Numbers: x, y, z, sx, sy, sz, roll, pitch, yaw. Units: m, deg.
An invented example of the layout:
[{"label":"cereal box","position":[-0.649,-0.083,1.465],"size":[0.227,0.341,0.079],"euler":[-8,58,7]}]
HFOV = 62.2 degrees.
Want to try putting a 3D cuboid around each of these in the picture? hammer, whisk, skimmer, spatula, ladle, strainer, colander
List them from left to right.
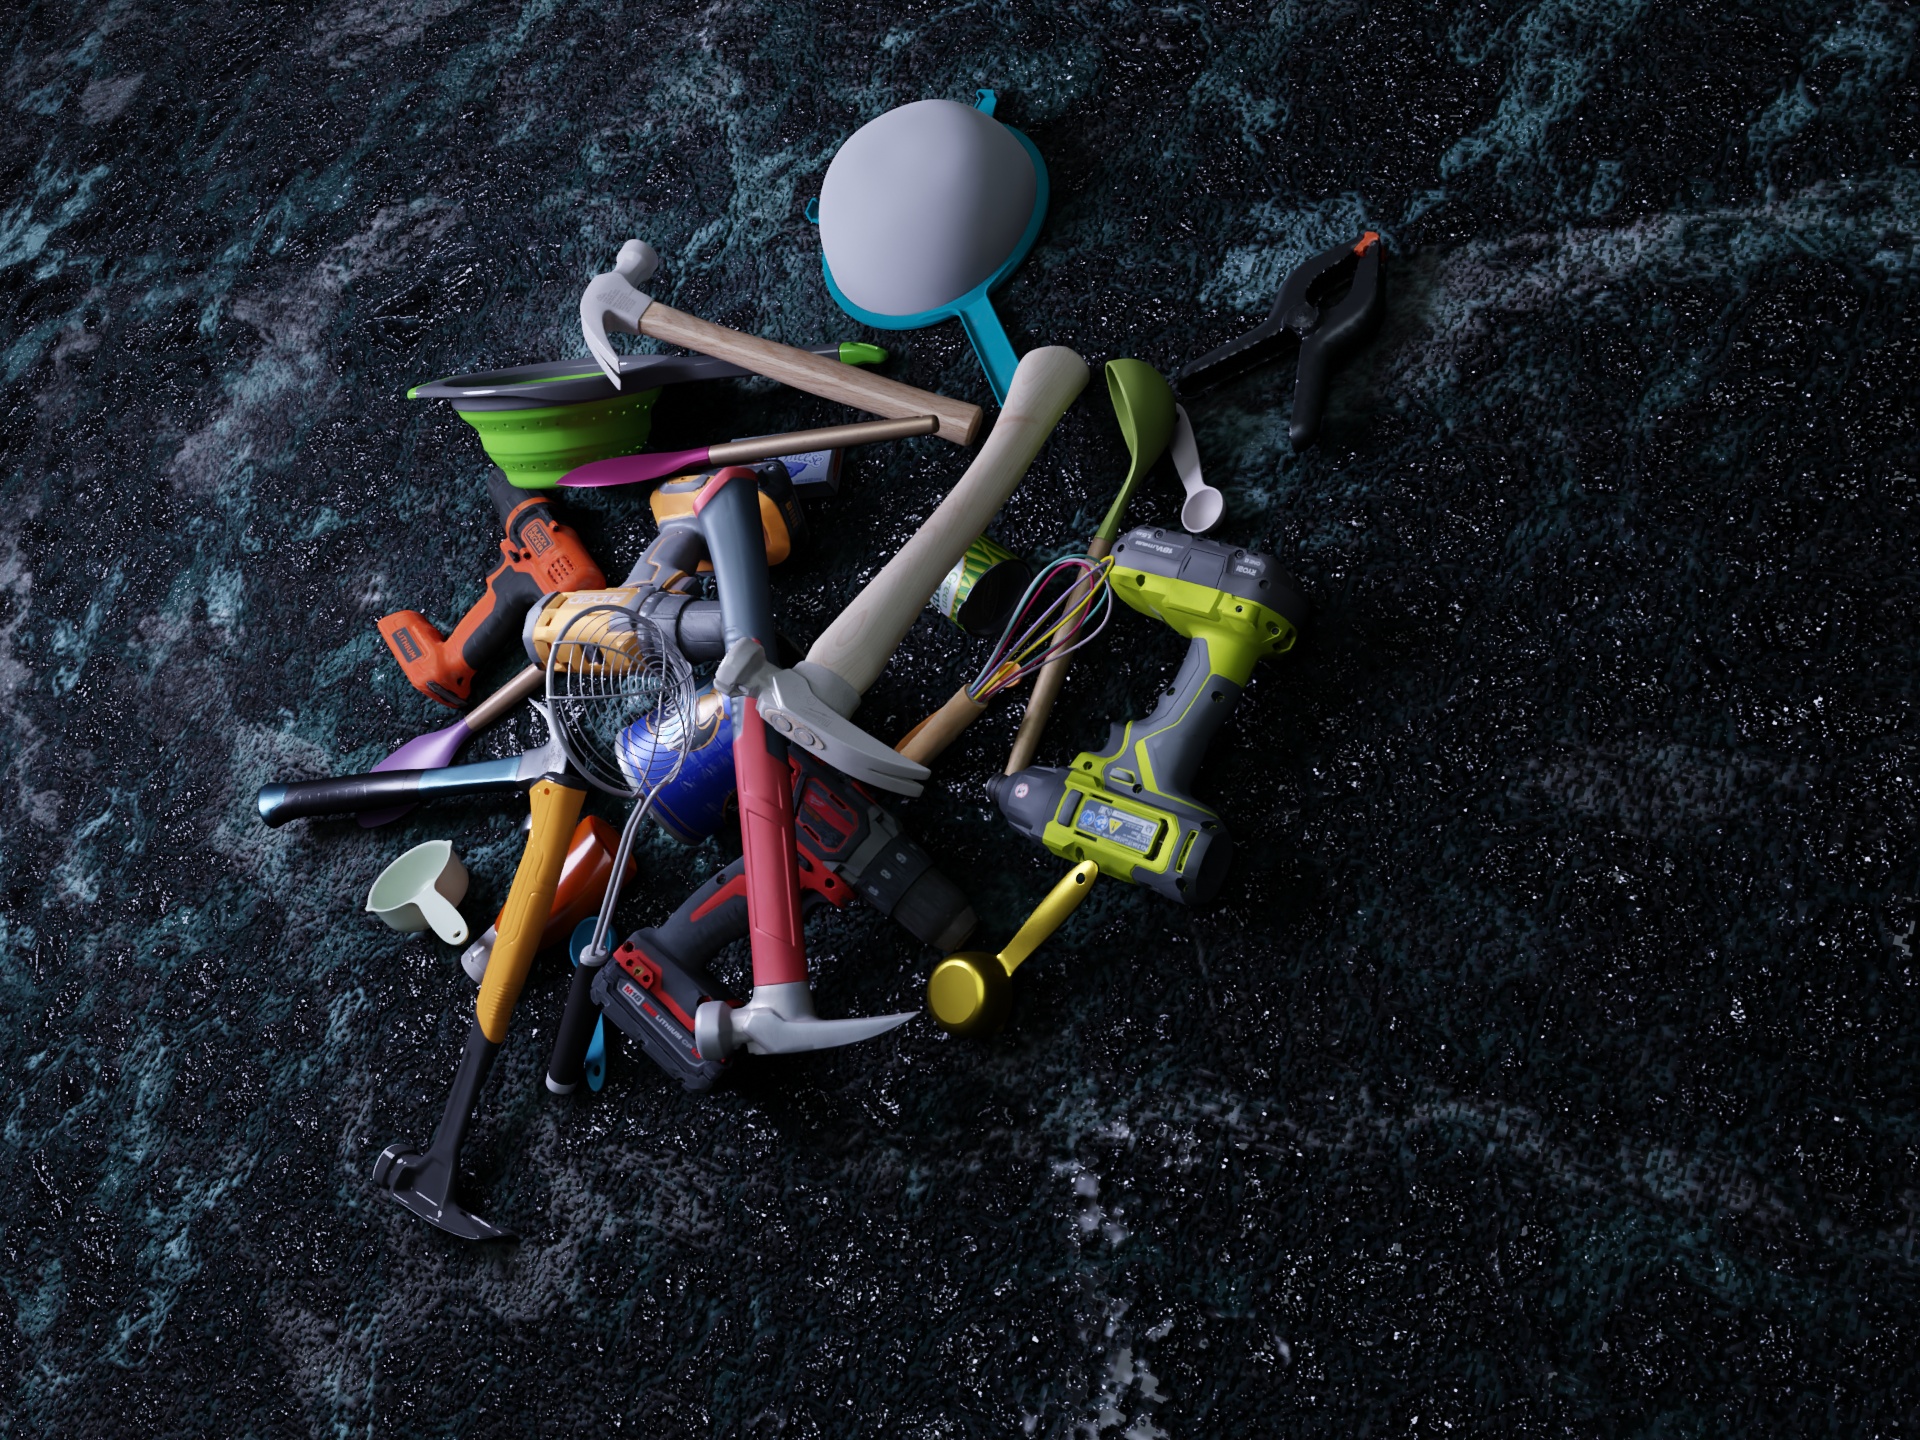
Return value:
[{"label":"hammer","position":[-0.448,0.055,1.303],"size":[0.331,0.033,0.128],"euler":[-7,53,24]},{"label":"spatula","position":[-0.393,-0.010,1.340],"size":[0.316,0.018,0.060],"euler":[-36,62,9]},{"label":"hammer","position":[-0.333,0.202,1.163],"size":[0.127,0.034,0.337],"euler":[16,89,32]},{"label":"skimmer","position":[-0.260,0.099,1.099],"size":[0.090,0.127,0.363],"euler":[30,117,20]},{"label":"colander","position":[-0.253,-0.255,1.337],"size":[0.397,0.205,0.094],"euler":[-3,108,7]},{"label":"hammer","position":[-0.143,-0.280,1.248],"size":[0.331,0.031,0.130],"euler":[20,58,7]},{"label":"hammer","position":[-0.116,0.021,1.044],"size":[0.143,0.038,0.386],"euler":[-7,81,3]},{"label":"strainer","position":[-0.020,-0.385,1.278],"size":[0.211,0.095,0.341],"euler":[-29,57,12]},{"label":"hammer","position":[0.001,-0.126,1.092],"size":[0.146,0.038,0.411],"euler":[31,54,3]},{"label":"whisk","position":[0.022,-0.029,1.077],"size":[0.245,0.051,0.047],"euler":[-45,42,32]},{"label":"ladle","position":[0.080,-0.106,1.126],"size":[0.062,0.078,0.320],"euler":[20,82,9]}]

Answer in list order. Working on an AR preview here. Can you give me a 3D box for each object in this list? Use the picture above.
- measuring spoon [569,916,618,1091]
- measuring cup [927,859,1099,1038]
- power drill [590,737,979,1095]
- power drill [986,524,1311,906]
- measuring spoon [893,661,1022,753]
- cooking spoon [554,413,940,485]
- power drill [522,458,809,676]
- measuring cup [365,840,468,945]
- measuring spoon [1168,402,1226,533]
[{"label":"measuring spoon","position":[-0.267,0.210,1.182],"size":[0.042,0.021,0.129],"euler":[-16,71,28]},{"label":"measuring cup","position":[0.033,0.144,1.022],"size":[0.156,0.029,0.062],"euler":[-51,55,22]},{"label":"power drill","position":[-0.117,0.148,1.081],"size":[0.188,0.080,0.226],"euler":[40,90,10]},{"label":"power drill","position":[0.123,-0.007,1.048],"size":[0.171,0.080,0.223],"euler":[19,80,32]},{"label":"measuring spoon","position":[-0.002,-0.004,1.149],"size":[0.117,0.011,0.021],"euler":[-36,57,12]},{"label":"cooking spoon","position":[-0.169,-0.210,1.235],"size":[0.319,0.017,0.069],"euler":[-5,22,16]},{"label":"power drill","position":[-0.194,-0.111,1.190],"size":[0.185,0.084,0.226],"euler":[1,37,27]},{"label":"measuring cup","position":[-0.404,0.148,1.234],"size":[0.083,0.038,0.168],"euler":[-41,36,-17]},{"label":"measuring spoon","position":[0.168,-0.181,1.142],"size":[0.034,0.018,0.124],"euler":[-33,49,30]}]
